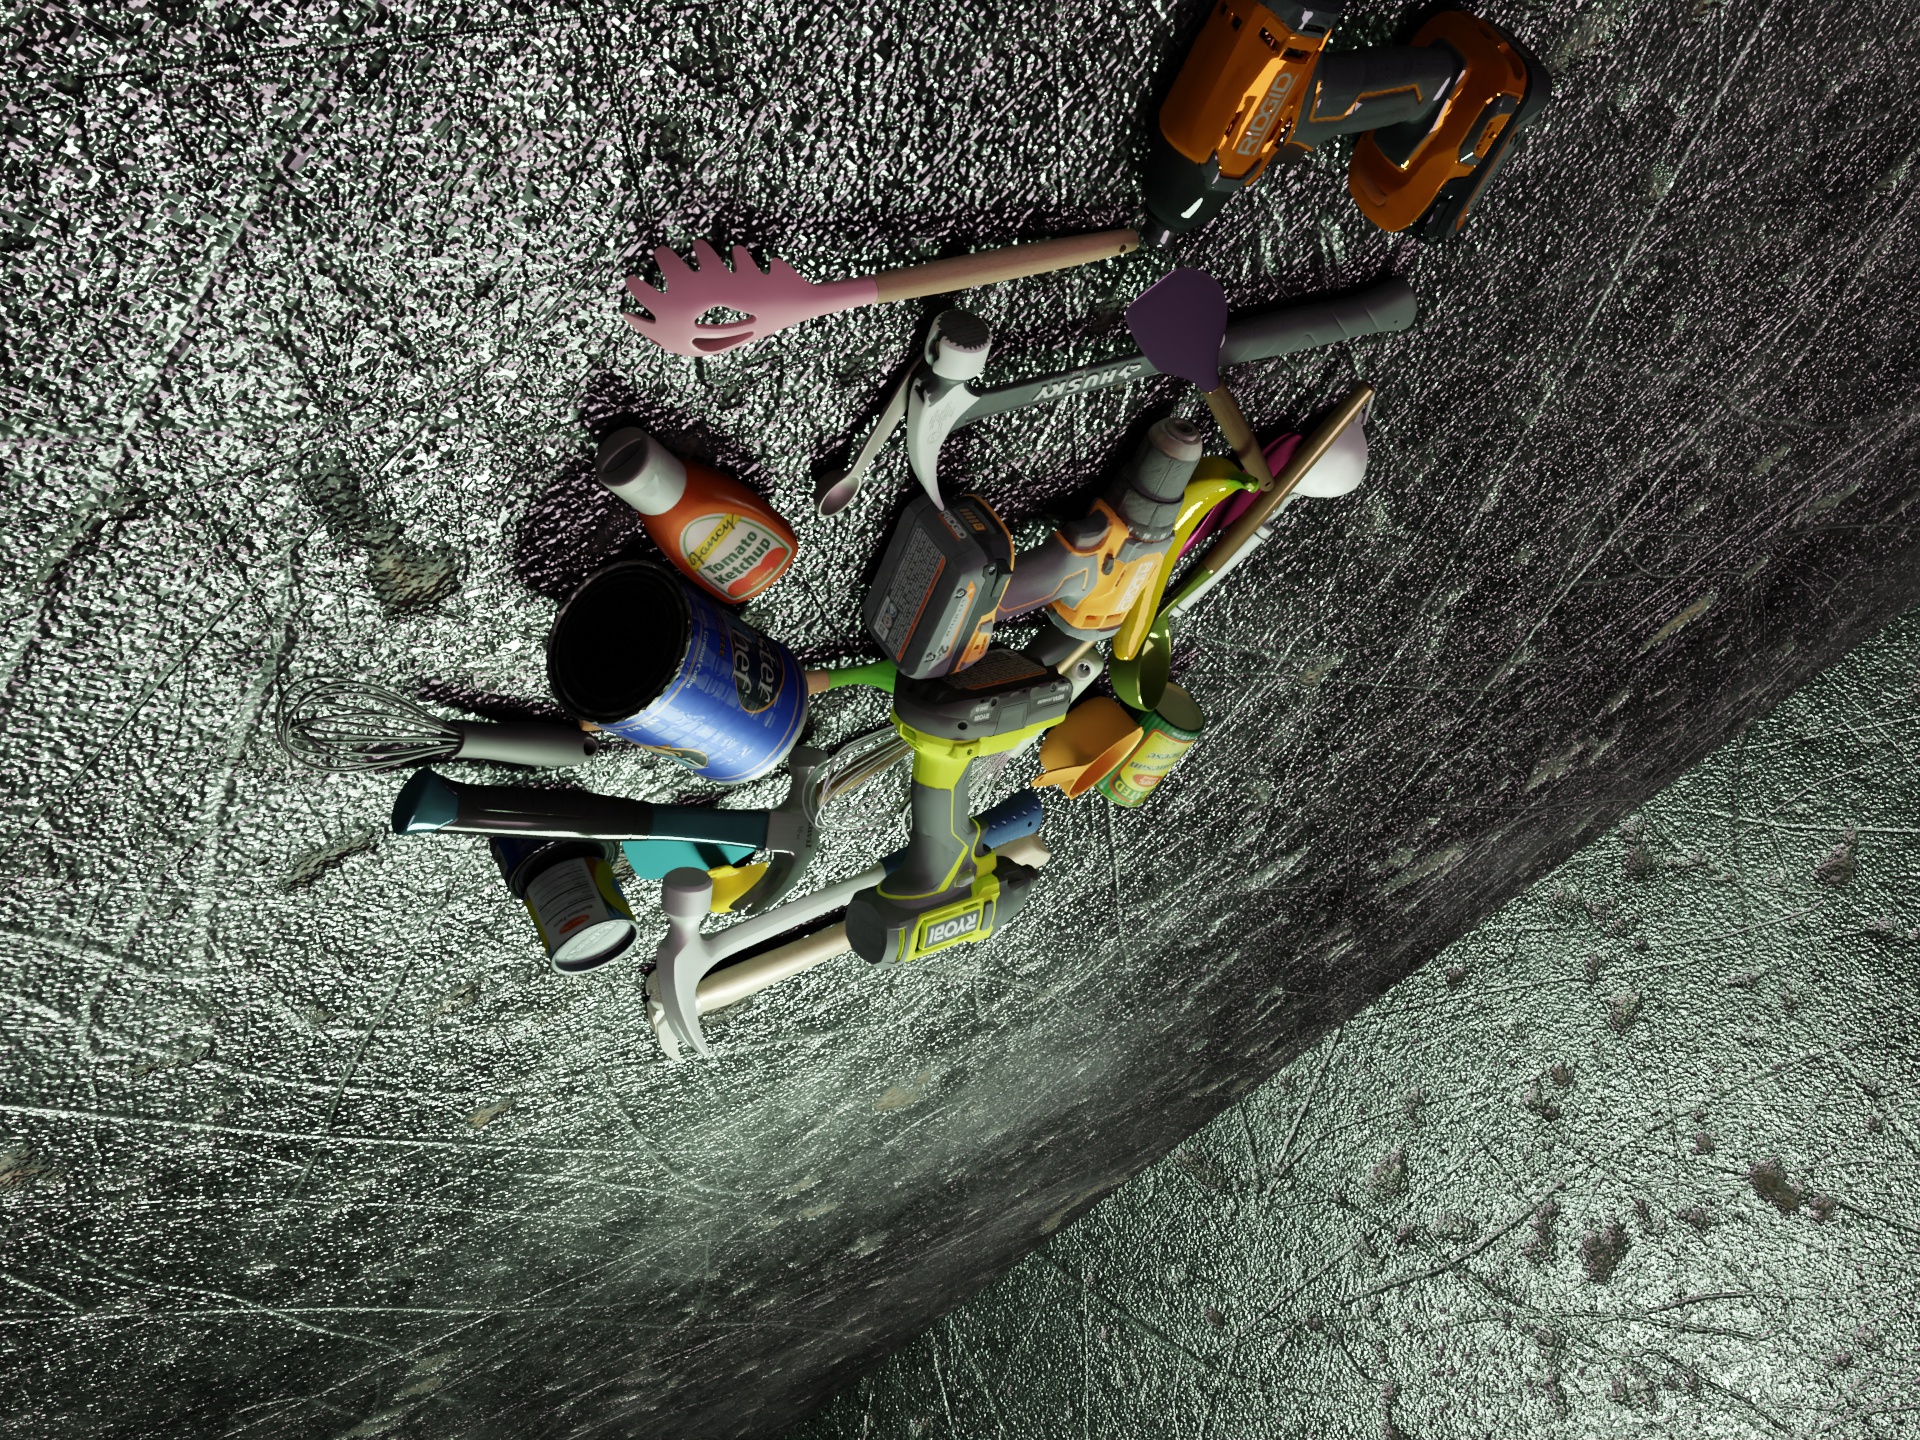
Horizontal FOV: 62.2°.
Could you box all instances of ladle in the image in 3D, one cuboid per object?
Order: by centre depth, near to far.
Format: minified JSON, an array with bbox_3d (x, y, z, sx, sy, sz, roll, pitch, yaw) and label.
[{"bbox_3d":[0.219,-0.130,1.237,0.320,0.062,0.078,-51,171,31],"label":"ladle"}]

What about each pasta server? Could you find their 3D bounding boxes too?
[{"bbox_3d":[-0.030,-0.244,0.866,0.316,0.040,0.060,-20,150,-30],"label":"pasta server"}]

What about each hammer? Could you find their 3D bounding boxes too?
[{"bbox_3d":[0.143,-0.235,1.041,0.409,0.036,0.149,-18,153,-26],"label":"hammer"},{"bbox_3d":[-0.231,0.068,1.105,0.330,0.033,0.128,8,88,-43],"label":"hammer"},{"bbox_3d":[-0.073,0.129,1.229,0.405,0.035,0.144,-19,124,-48],"label":"hammer"},{"bbox_3d":[-0.100,0.203,1.506,0.410,0.038,0.146,-22,152,-20],"label":"hammer"}]

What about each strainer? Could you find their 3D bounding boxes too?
[{"bbox_3d":[0.248,-0.159,1.273,0.258,0.050,0.087,-43,165,27],"label":"strainer"}]

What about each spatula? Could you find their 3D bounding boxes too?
[{"bbox_3d":[0.173,-0.215,1.052,0.060,0.018,0.315,-36,156,10],"label":"spatula"},{"bbox_3d":[-0.112,0.046,1.255,0.317,0.044,0.082,-30,153,-14],"label":"spatula"}]

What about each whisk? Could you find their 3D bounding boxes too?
[{"bbox_3d":[-0.309,0.008,0.969,0.055,0.055,0.238,-44,155,21],"label":"whisk"},{"bbox_3d":[-0.001,-0.003,1.215,0.284,0.070,0.070,-37,155,-20],"label":"whisk"},{"bbox_3d":[0.036,0.028,1.358,0.246,0.058,0.059,-47,-176,20],"label":"whisk"}]

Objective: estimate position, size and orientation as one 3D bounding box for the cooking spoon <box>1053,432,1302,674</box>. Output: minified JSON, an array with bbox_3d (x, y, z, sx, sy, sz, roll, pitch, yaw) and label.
[{"bbox_3d":[0.149,-0.114,1.263,0.319,0.017,0.068,-45,160,22],"label":"cooking spoon"}]

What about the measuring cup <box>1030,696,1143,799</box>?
[{"bbox_3d":[0.089,0.024,1.355,0.095,0.052,0.173,-48,161,26],"label":"measuring cup"}]

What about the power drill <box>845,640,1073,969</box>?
[{"bbox_3d":[0.006,0.062,1.166,0.171,0.080,0.223,-13,123,-41],"label":"power drill"}]

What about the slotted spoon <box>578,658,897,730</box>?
[{"bbox_3d":[-0.120,-0.023,1.129,0.313,0.031,0.070,-11,149,-32],"label":"slotted spoon"}]

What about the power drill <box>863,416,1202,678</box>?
[{"bbox_3d":[0.061,-0.123,1.099,0.226,0.084,0.185,-14,145,-38],"label":"power drill"}]

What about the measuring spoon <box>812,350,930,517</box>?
[{"bbox_3d":[-0.055,-0.176,0.964,0.124,0.018,0.034,-54,162,23],"label":"measuring spoon"}]

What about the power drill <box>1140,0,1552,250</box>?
[{"bbox_3d":[0.209,-0.334,0.906,0.226,0.084,0.164,-6,143,-33],"label":"power drill"}]

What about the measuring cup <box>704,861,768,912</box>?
[{"bbox_3d":[-0.183,0.132,1.254,0.062,0.029,0.156,-19,173,-2],"label":"measuring cup"}]
